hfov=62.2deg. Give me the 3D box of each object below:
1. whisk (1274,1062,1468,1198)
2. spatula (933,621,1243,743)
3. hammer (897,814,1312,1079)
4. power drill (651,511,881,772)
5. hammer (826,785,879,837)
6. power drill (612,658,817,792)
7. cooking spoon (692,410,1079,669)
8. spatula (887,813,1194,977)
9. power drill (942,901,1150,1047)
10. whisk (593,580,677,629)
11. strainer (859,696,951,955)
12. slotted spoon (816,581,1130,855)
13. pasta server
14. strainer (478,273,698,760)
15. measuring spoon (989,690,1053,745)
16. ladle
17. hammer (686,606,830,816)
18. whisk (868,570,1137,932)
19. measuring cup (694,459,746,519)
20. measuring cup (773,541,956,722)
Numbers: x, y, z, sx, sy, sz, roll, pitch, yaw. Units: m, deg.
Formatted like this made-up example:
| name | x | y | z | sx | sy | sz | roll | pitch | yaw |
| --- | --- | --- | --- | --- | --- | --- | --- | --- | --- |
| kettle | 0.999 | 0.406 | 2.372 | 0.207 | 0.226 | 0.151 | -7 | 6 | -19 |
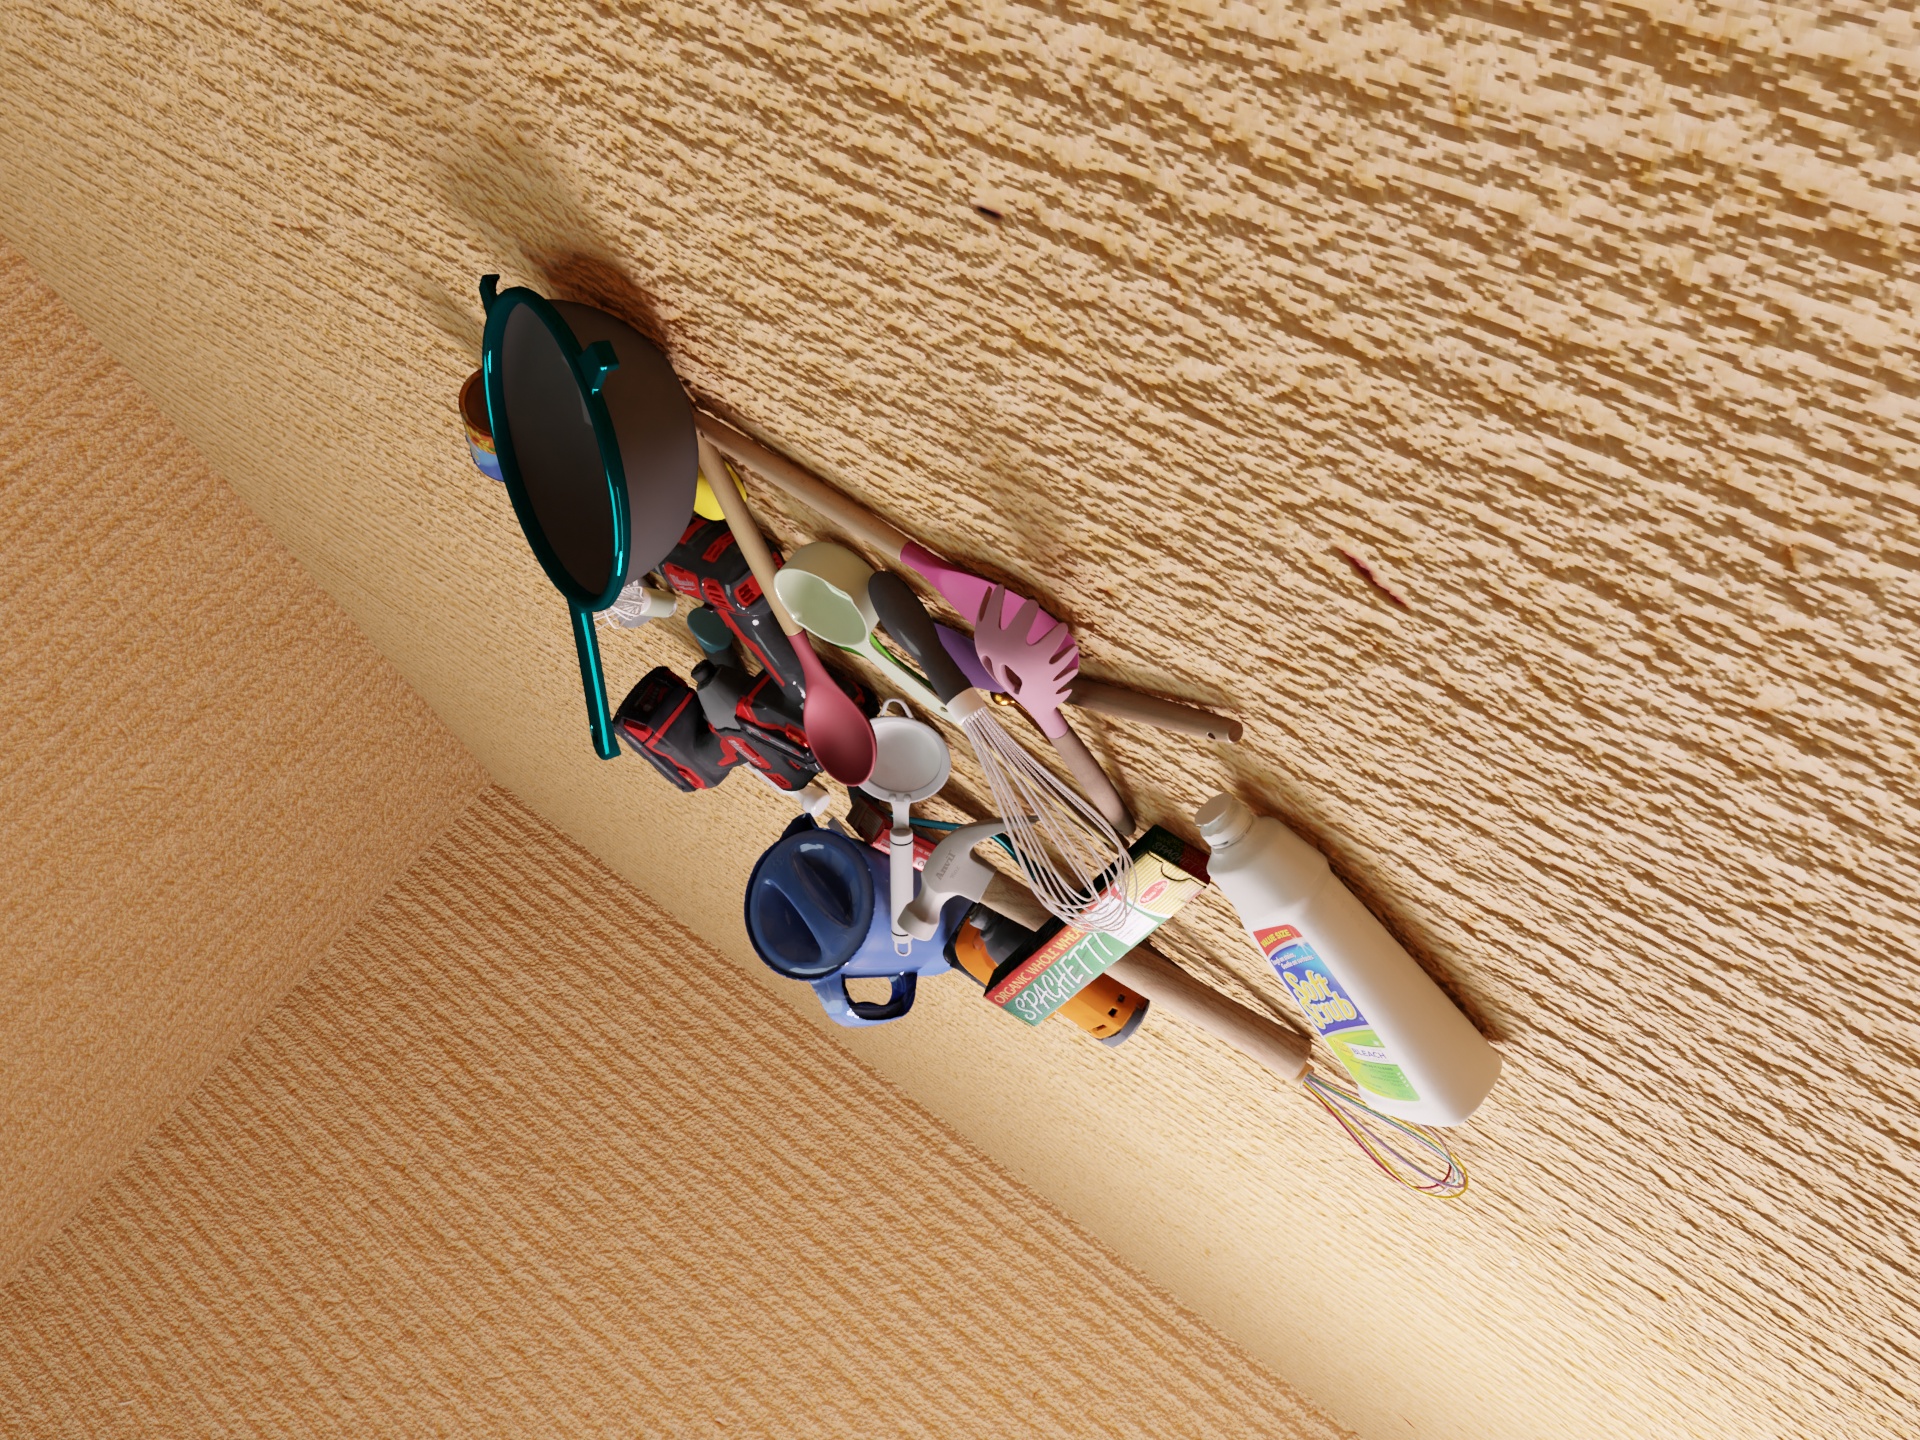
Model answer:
| name | x | y | z | sx | sy | sz | roll | pitch | yaw |
| --- | --- | --- | --- | --- | --- | --- | --- | --- | --- |
| whisk | 0.288 | 0.294 | 1.248 | 0.245 | 0.047 | 0.051 | 33 | 162 | 34 |
| spatula | 0.059 | -0.024 | 0.999 | 0.316 | 0.018 | 0.059 | 18 | 147 | 52 |
| hammer | 0.123 | 0.183 | 1.244 | 0.331 | 0.130 | 0.031 | 29 | -169 | 3 |
| power drill | -0.177 | -0.076 | 1.269 | 0.188 | 0.080 | 0.226 | 24 | 153 | 43 |
| hammer | -0.093 | 0.090 | 1.555 | 0.149 | 0.036 | 0.408 | 37 | 161 | 15 |
| power drill | -0.225 | 0.003 | 1.454 | 0.143 | 0.078 | 0.220 | 46 | 155 | -25 |
| cooking spoon | -0.053 | -0.119 | 1.000 | 0.319 | 0.017 | 0.068 | 33 | 159 | 21 |
| spatula | 0.080 | 0.153 | 1.321 | 0.318 | 0.044 | 0.082 | 35 | -179 | 20 |
| power drill | 0.058 | 0.205 | 1.382 | 0.164 | 0.084 | 0.226 | 36 | 170 | -9 |
| whisk | -0.279 | -0.103 | 1.356 | 0.059 | 0.058 | 0.246 | 30 | -177 | 1 |
| strainer | -0.050 | 0.086 | 1.309 | 0.087 | 0.050 | 0.258 | 4 | 117 | 6 |
| slotted spoon | -0.002 | -0.004 | 1.159 | 0.314 | 0.031 | 0.070 | 39 | 157 | 2 |
| pasta server | 0.071 | 0.008 | 0.986 | 0.060 | 0.040 | 0.316 | 29 | 169 | 29 |
| strainer | -0.229 | -0.130 | 1.079 | 0.211 | 0.095 | 0.340 | 36 | 137 | 44 |
| measuring spoon | 0.063 | 0.017 | 1.096 | 0.117 | 0.011 | 0.021 | 43 | 162 | -6 |
| ladle | -0.131 | -0.085 | 1.139 | 0.069 | 0.031 | 0.315 | 1 | 127 | 38 |
| hammer | -0.208 | -0.012 | 1.551 | 0.128 | 0.033 | 0.330 | 33 | 160 | 20 |
| whisk | 0.023 | 0.017 | 1.035 | 0.285 | 0.070 | 0.070 | 56 | 165 | 11 |
| measuring cup | -0.216 | -0.201 | 1.118 | 0.156 | 0.029 | 0.062 | 44 | 162 | -15 |
| measuring cup | -0.055 | -0.062 | 1.108 | 0.167 | 0.038 | 0.083 | 41 | 153 | -19 |
